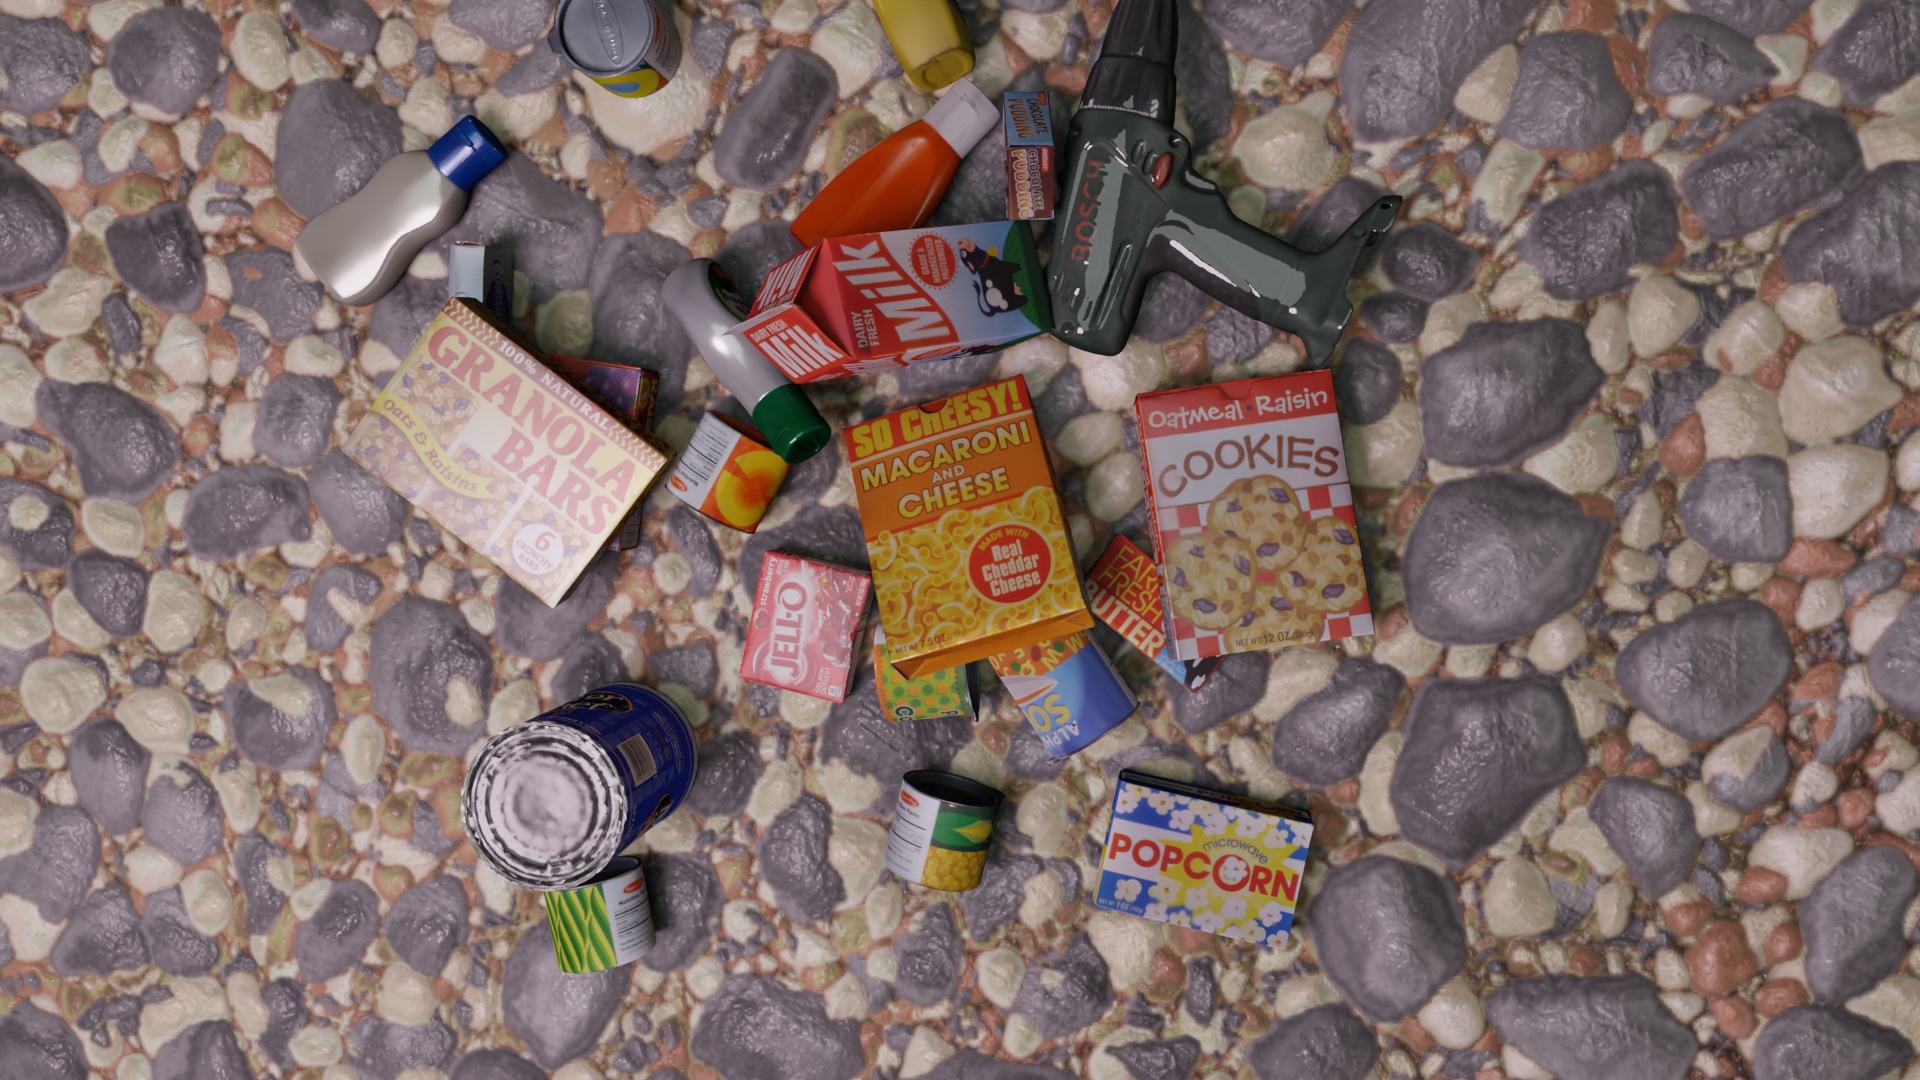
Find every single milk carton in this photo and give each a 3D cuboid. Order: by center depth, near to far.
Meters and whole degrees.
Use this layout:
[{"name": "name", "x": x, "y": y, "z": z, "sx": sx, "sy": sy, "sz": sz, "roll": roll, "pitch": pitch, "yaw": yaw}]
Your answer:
[{"name": "milk carton", "x": -0.044, "y": -0.142, "z": 0.830, "sx": 0.191, "sy": 0.072, "sz": 0.073, "roll": -14, "pitch": 91, "yaw": -33}]

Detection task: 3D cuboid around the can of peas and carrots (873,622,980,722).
[{"name": "can of peas and carrots", "x": -0.020, "y": 0.084, "z": 0.895, "sx": 0.059, "sy": 0.071, "sz": 0.071, "roll": -6, "pitch": 92, "yaw": 8}]

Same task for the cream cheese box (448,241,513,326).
[{"name": "cream cheese box", "x": -0.319, "y": -0.143, "z": 0.923, "sx": 0.024, "sy": 0.053, "sz": 0.103, "roll": 3, "pitch": 94, "yaw": 2}]

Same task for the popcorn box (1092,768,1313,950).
[{"name": "popcorn box", "x": 0.155, "y": 0.204, "z": 0.895, "sx": 0.127, "sy": 0.038, "sz": 0.085, "roll": 12, "pitch": 94, "yaw": 6}]

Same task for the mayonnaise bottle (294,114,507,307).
[{"name": "mayonnaise bottle", "x": -0.371, "y": -0.224, "z": 0.932, "sx": 0.148, "sy": 0.041, "sz": 0.065, "roll": -38, "pitch": 90, "yaw": 6}]

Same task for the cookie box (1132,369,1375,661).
[{"name": "cookie box", "x": 0.181, "y": -0.015, "z": 0.865, "sx": 0.123, "sy": 0.040, "sz": 0.167, "roll": -8, "pitch": 86, "yaw": -1}]

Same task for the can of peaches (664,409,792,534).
[{"name": "can of peaches", "x": -0.148, "y": -0.044, "z": 0.905, "sx": 0.071, "sy": 0.071, "sz": 0.058, "roll": 30, "pitch": 96, "yaw": 4}]

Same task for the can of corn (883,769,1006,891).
[{"name": "can of corn", "x": -0.010, "y": 0.188, "z": 0.901, "sx": 0.071, "sy": 0.071, "sz": 0.058, "roll": 14, "pitch": 95, "yaw": 5}]

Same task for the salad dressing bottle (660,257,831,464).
[{"name": "salad dressing bottle", "x": -0.136, "y": -0.114, "z": 0.887, "sx": 0.044, "sy": 0.064, "sz": 0.148, "roll": -39, "pitch": 72, "yaw": 8}]

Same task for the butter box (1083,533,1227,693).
[{"name": "butter box", "x": 0.127, "y": 0.046, "z": 0.897, "sx": 0.103, "sy": 0.024, "sz": 0.053, "roll": 38, "pitch": 95, "yaw": 3}]

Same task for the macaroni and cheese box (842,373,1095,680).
[{"name": "macaroni and cheese box", "x": 0.003, "y": -0.011, "z": 0.867, "sx": 0.124, "sy": 0.040, "sz": 0.167, "roll": -17, "pitch": 66, "yaw": 7}]

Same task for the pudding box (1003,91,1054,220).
[{"name": "pudding box", "x": 0.042, "y": -0.238, "z": 0.857, "sx": 0.030, "sy": 0.084, "sz": 0.049, "roll": -1, "pitch": 130, "yaw": 1}]

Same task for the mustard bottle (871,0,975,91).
[{"name": "mustard bottle", "x": -0.040, "y": -0.367, "z": 0.877, "sx": 0.049, "sy": 0.065, "sz": 0.160, "roll": -23, "pitch": 86, "yaw": 11}]

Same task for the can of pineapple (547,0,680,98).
[{"name": "can of pineapple", "x": -0.223, "y": -0.326, "z": 0.901, "sx": 0.071, "sy": 0.058, "sz": 0.071, "roll": 0, "pitch": 93, "yaw": 7}]

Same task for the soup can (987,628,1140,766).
[{"name": "soup can", "x": 0.062, "y": 0.089, "z": 0.885, "sx": 0.071, "sy": 0.071, "sz": 0.084, "roll": -34, "pitch": 88, "yaw": 7}]

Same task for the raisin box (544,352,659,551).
[{"name": "raisin box", "x": -0.255, "y": -0.060, "z": 0.928, "sx": 0.086, "sy": 0.040, "sz": 0.123, "roll": 9, "pitch": 93, "yaw": 7}]

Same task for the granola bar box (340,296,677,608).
[{"name": "granola bar box", "x": -0.284, "y": -0.056, "z": 0.883, "sx": 0.165, "sy": 0.039, "sz": 0.124, "roll": 38, "pitch": 96, "yaw": -4}]

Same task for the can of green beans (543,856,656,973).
[{"name": "can of green beans", "x": -0.241, "y": 0.249, "z": 0.928, "sx": 0.071, "sy": 0.071, "sz": 0.057, "roll": -10, "pitch": 93, "yaw": 7}]

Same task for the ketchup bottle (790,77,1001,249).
[{"name": "ketchup bottle", "x": -0.038, "y": -0.231, "z": 0.892, "sx": 0.148, "sy": 0.043, "sz": 0.065, "roll": -45, "pitch": 88, "yaw": 6}]
